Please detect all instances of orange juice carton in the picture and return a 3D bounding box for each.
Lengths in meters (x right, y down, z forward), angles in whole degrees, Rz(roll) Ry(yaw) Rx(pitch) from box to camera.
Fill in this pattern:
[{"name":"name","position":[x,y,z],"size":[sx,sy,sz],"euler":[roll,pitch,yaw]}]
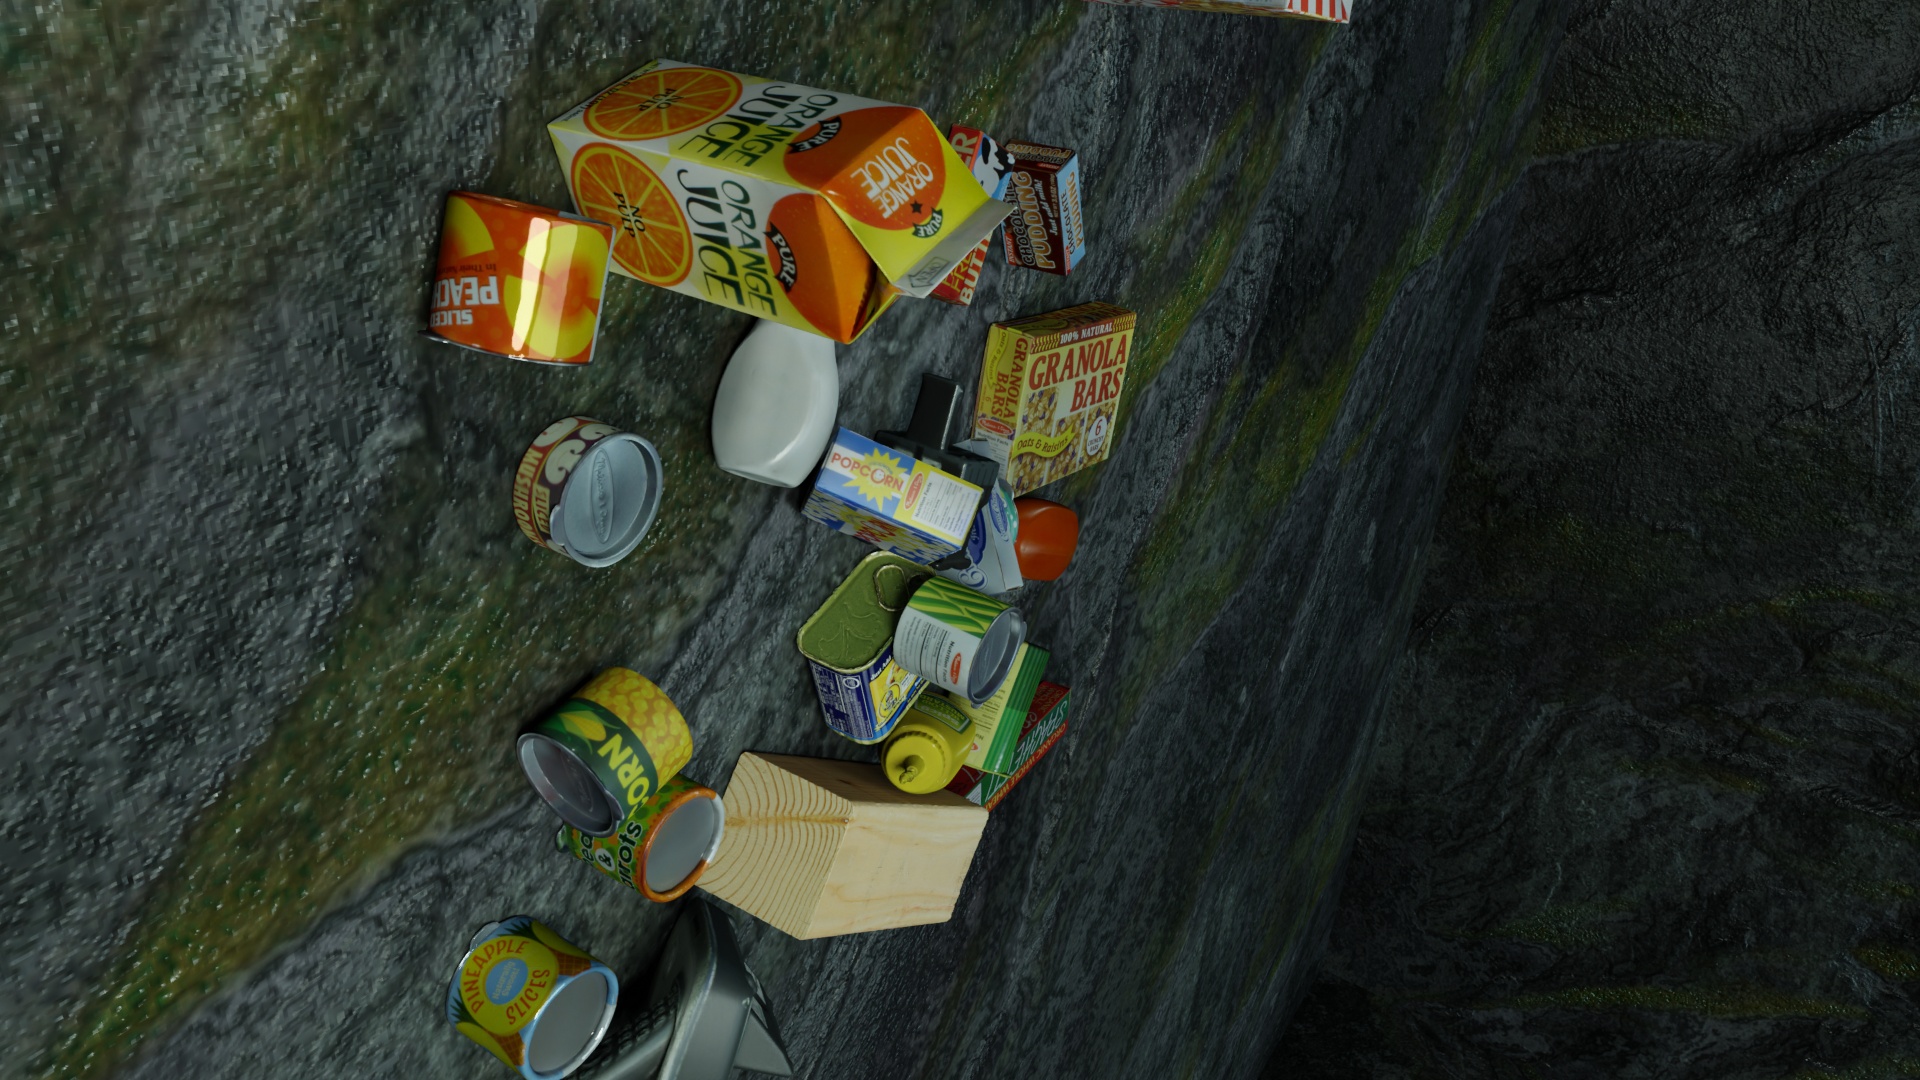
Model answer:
[{"name":"orange juice carton","position":[-0.074,-0.143,0.586],"size":[0.072,0.193,0.072],"euler":[-48,145,-35]}]

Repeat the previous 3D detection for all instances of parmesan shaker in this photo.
[{"name":"parmesan shaker","position":[0.025,0.124,1.082],"size":[0.071,0.071,0.103],"euler":[25,86,-63]}]

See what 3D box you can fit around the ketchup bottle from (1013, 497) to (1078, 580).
[{"name":"ketchup bottle","position":[0.041,-0.003,1.057],"size":[0.149,0.043,0.064],"euler":[8,100,-62]}]

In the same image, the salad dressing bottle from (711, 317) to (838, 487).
[{"name":"salad dressing bottle","position":[-0.089,-0.104,0.735],"size":[0.044,0.064,0.147],"euler":[29,74,-69]}]

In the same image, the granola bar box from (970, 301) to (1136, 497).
[{"name":"granola bar box","position":[0.069,-0.108,1.043],"size":[0.166,0.039,0.123],"euler":[-24,129,-55]}]

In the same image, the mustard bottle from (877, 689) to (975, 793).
[{"name":"mustard bottle","position":[-0.026,0.142,0.956],"size":[0.048,0.065,0.160],"euler":[-63,179,6]}]

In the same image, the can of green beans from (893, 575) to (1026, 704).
[{"name":"can of green beans","position":[-0.001,0.062,0.878],"size":[0.071,0.058,0.071],"euler":[-46,148,-40]}]

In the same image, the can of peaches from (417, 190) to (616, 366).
[{"name":"can of peaches","position":[-0.178,-0.106,0.559],"size":[0.071,0.071,0.058],"euler":[-7,114,-60]}]

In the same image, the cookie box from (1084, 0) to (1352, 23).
[{"name":"cookie box","position":[0.152,-0.360,0.888],"size":[0.123,0.167,0.040],"euler":[-25,126,-54]}]

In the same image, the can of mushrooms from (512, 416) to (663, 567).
[{"name":"can of mushrooms","position":[-0.176,-0.023,0.653],"size":[0.071,0.033,0.070],"euler":[-42,143,-43]}]

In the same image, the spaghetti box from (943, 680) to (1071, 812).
[{"name":"spaghetti box","position":[0.020,0.201,1.172],"size":[0.251,0.029,0.050],"euler":[-38,139,-46]}]

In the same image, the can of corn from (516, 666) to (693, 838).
[{"name":"can of corn","position":[-0.176,0.106,0.699],"size":[0.058,0.071,0.070],"euler":[-45,144,-41]}]

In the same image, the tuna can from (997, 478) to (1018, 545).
[{"name":"tuna can","position":[0.005,-0.013,0.957],"size":[0.033,0.071,0.071],"euler":[-7,114,-60]}]

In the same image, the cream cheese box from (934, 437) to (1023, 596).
[{"name":"cream cheese box","position":[0.003,-0.012,0.923],"size":[0.024,0.053,0.104],"euler":[-7,82,-57]}]

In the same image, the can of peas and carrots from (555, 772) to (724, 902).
[{"name":"can of peas and carrots","position":[-0.172,0.156,0.753],"size":[0.071,0.059,0.070],"euler":[-40,140,-45]}]

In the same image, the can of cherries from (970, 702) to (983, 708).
[{"name":"can of cherries","position":[0.000,0.081,1.023],"size":[0.072,0.058,0.071],"euler":[-43,143,-43]}]

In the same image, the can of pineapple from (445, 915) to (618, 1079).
[{"name":"can of pineapple","position":[-0.221,0.236,0.718],"size":[0.071,0.058,0.070],"euler":[-40,141,-44]}]

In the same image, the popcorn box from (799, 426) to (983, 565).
[{"name":"popcorn box","position":[-0.042,-0.022,0.786],"size":[0.126,0.085,0.038],"euler":[153,-41,-79]}]

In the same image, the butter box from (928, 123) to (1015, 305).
[{"name":"butter box","position":[0.000,-0.202,0.869],"size":[0.053,0.024,0.103],"euler":[11,98,-63]}]

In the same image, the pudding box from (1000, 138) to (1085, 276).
[{"name":"pudding box","position":[0.053,-0.221,0.925],"size":[0.030,0.050,0.083],"euler":[-53,149,-33]}]
